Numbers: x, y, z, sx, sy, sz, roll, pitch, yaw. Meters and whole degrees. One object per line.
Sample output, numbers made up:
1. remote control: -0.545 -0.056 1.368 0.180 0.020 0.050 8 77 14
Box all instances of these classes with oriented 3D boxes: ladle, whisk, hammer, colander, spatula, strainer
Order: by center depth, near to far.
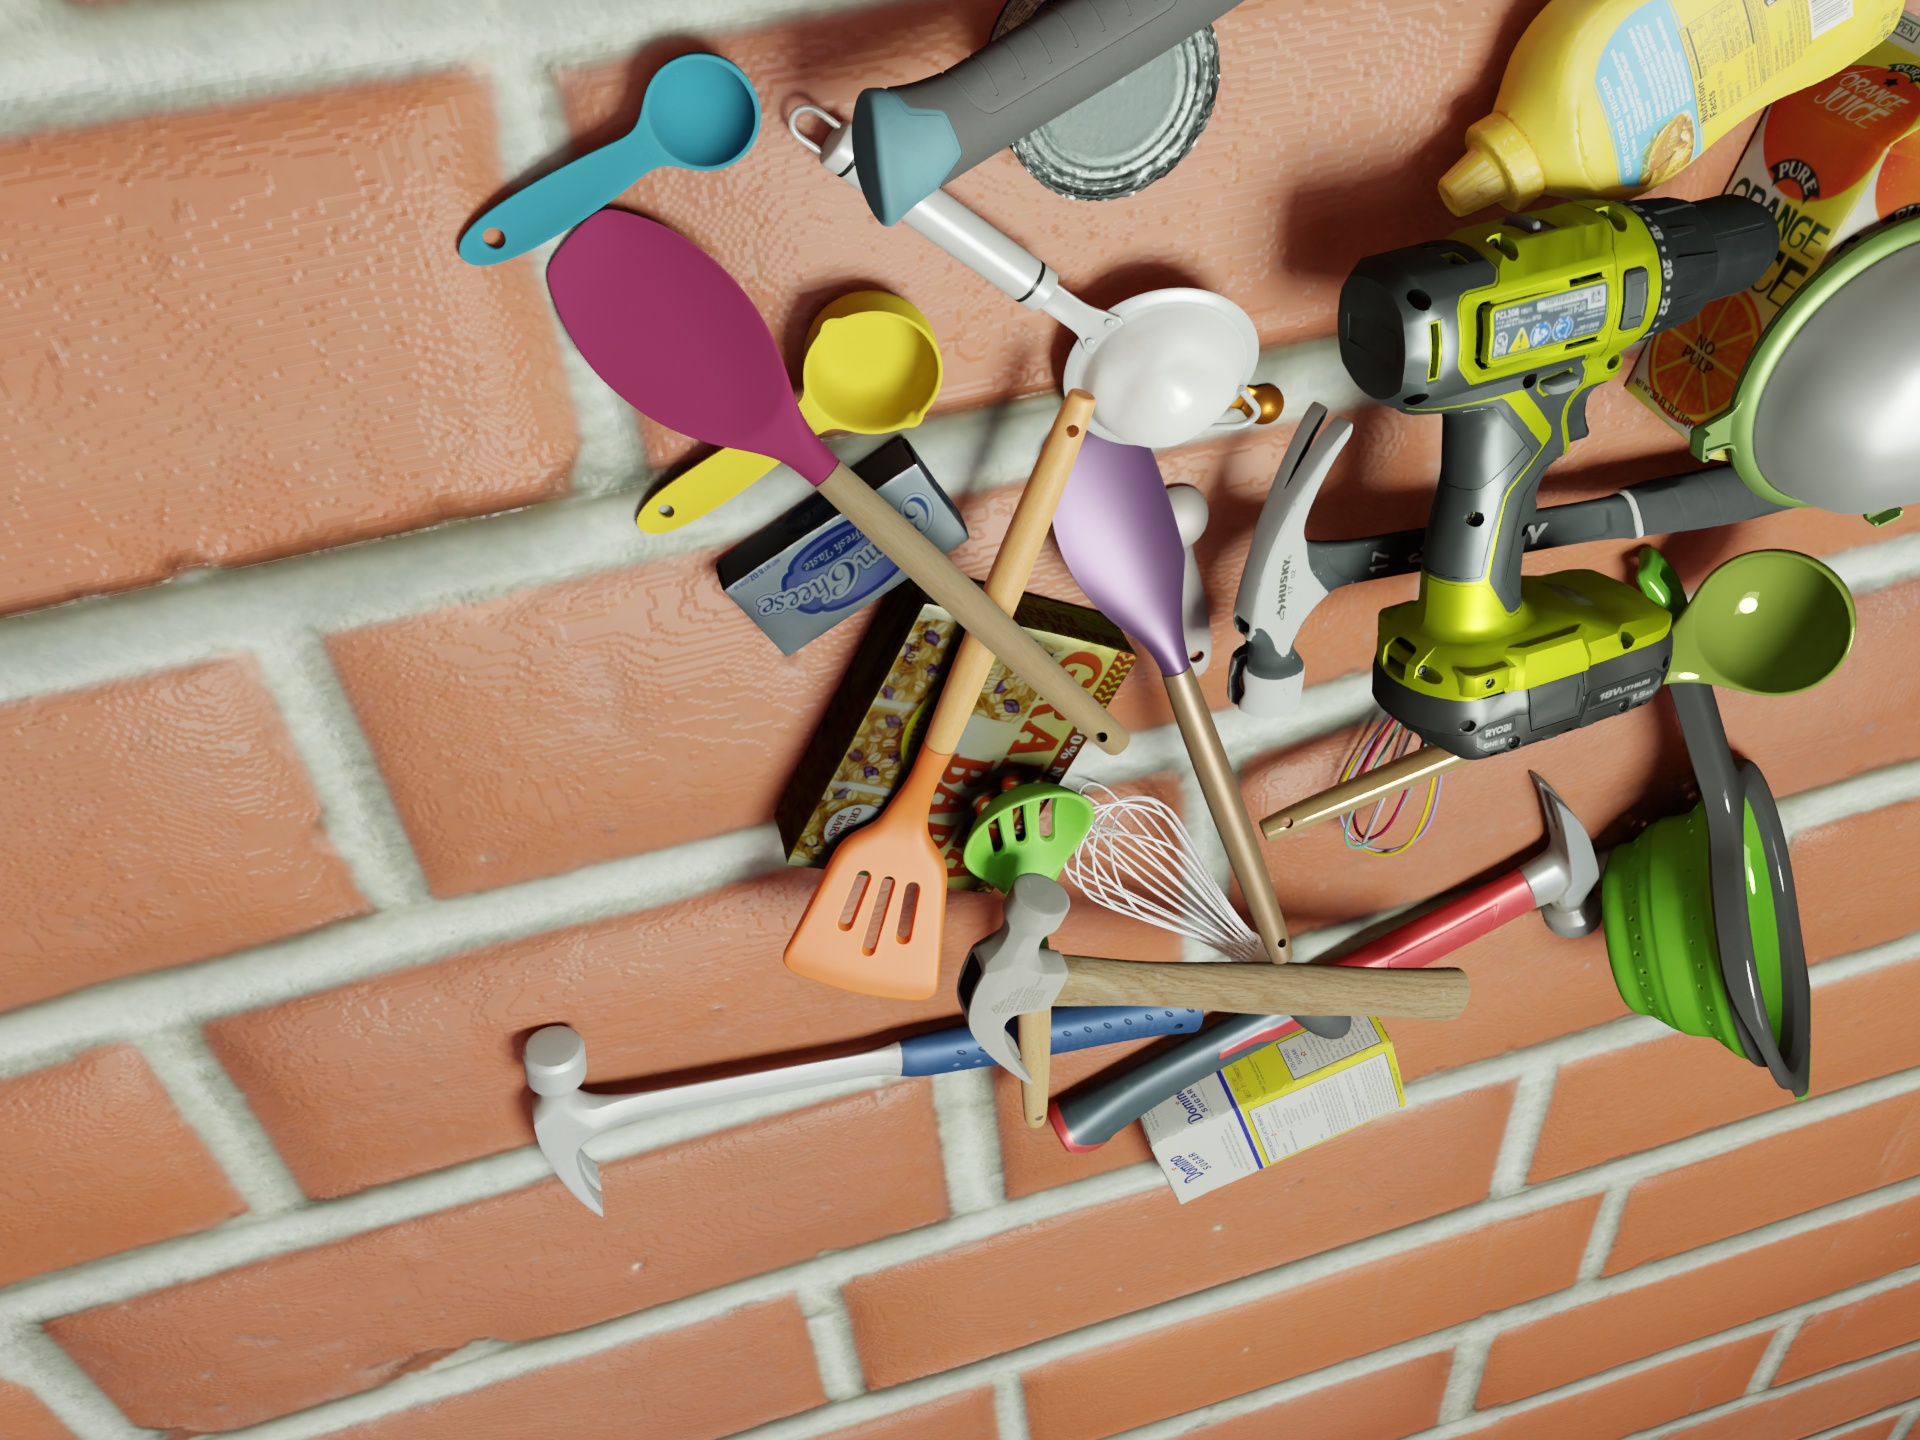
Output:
1. hammer: 0.104 -0.276 0.558 0.331 0.033 0.128 -32 127 -5
2. strainer: 0.036 -0.172 0.653 0.258 0.050 0.087 27 129 -29
3. strainer: 0.452 -0.183 0.682 0.151 0.069 0.256 12 126 -28
4. spatula: -0.001 -0.002 0.733 0.081 0.041 0.322 15 122 -12
5. spatula: 0.112 -0.003 0.785 0.060 0.018 0.315 -30 115 -11
6. hammer: 0.321 -0.106 0.800 0.409 0.036 0.149 -12 124 -19
7. ladle: 0.309 -0.003 0.840 0.320 0.078 0.062 -23 178 5
8. whisk: 0.254 -0.024 0.870 0.051 0.047 0.244 -5 126 -22
9. hammer: 0.150 0.151 0.889 0.331 0.031 0.130 7 126 -26
10. whisk: 0.151 0.120 0.922 0.070 0.070 0.284 -40 127 15
11. hammer: -0.048 0.208 0.957 0.405 0.035 0.144 -7 131 -15
12. colander: 0.434 0.068 0.976 0.094 0.205 0.396 -9 124 34
13. hammer: 0.226 0.169 1.025 0.386 0.038 0.143 -28 132 5

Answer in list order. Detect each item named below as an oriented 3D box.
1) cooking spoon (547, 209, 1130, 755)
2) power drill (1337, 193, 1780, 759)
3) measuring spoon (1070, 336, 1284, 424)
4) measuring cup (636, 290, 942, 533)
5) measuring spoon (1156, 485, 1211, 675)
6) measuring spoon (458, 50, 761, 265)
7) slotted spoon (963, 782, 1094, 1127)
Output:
1. cooking spoon: -0.038 -0.086 0.663 0.068 0.017 0.318 -39 114 23
2. power drill: 0.261 -0.112 0.696 0.190 0.080 0.228 -16 122 -13
3. measuring spoon: 0.100 -0.153 0.717 0.116 0.011 0.021 10 125 -28
4. measuring cup: -0.077 -0.127 0.672 0.156 0.029 0.062 -29 130 22
5. measuring spoon: 0.115 -0.064 0.795 0.034 0.018 0.124 -20 134 -3
6. measuring spoon: -0.132 -0.205 0.587 0.128 0.021 0.042 -25 130 14
7. slotted spoon: 0.039 0.139 0.884 0.070 0.031 0.313 -15 136 -11
